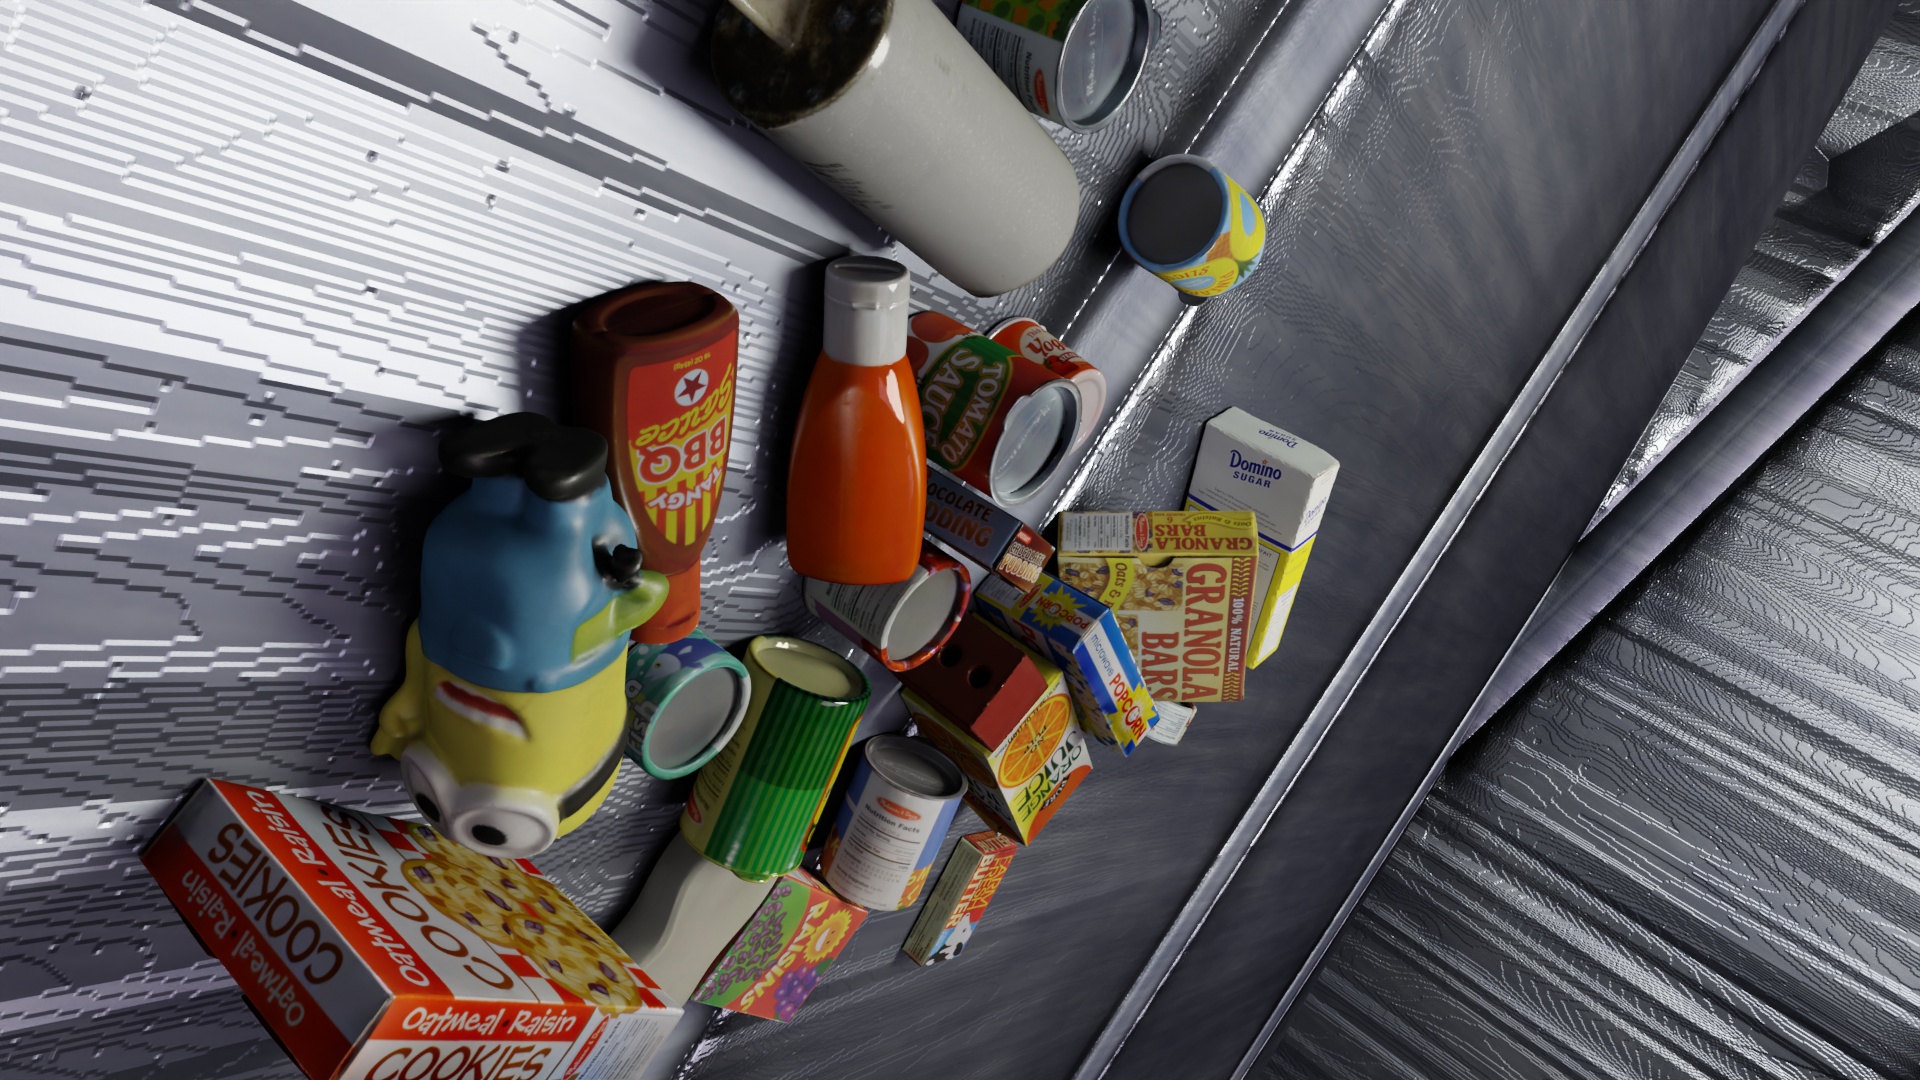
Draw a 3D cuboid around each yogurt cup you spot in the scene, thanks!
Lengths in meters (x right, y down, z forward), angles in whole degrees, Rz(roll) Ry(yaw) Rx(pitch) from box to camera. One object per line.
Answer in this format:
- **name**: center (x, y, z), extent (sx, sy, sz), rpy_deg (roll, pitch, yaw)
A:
- **yogurt cup**: center (0.040, -0.077, 0.733), extent (0.073, 0.054, 0.072), rpy_deg (-37, 145, -31)

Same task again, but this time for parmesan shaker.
- **parmesan shaker**: center (-0.091, 0.108, 0.695), extent (0.071, 0.071, 0.102), rpy_deg (-1, 119, -56)

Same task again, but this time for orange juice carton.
- **orange juice carton**: center (0.031, 0.134, 0.904), extent (0.072, 0.073, 0.191), rpy_deg (-47, 150, -17)

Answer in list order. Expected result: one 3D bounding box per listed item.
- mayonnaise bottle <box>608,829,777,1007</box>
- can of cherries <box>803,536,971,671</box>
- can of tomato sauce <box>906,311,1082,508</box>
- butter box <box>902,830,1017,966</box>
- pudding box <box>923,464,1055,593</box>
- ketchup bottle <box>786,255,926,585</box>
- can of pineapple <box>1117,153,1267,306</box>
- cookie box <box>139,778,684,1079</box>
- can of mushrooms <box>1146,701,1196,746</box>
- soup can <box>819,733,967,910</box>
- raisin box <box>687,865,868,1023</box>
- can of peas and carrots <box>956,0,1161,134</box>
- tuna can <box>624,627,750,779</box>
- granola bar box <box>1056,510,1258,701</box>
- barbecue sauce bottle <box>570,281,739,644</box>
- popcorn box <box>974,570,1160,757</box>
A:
- **mayonnaise bottle**: center (-0.161, 0.219, 0.729), extent (0.148, 0.041, 0.064), rpy_deg (-53, 140, -5)
- **can of cherries**: center (-0.035, 0.025, 0.713), extent (0.072, 0.058, 0.071), rpy_deg (-37, 144, -32)
- **can of tomato sauce**: center (0.005, -0.064, 0.661), extent (0.071, 0.083, 0.070), rpy_deg (-37, 145, -32)
- **butter box**: center (0.000, 0.267, 1.037), extent (0.053, 0.024, 0.103), rpy_deg (11, 108, -59)
- **pudding box**: center (0.003, -0.009, 0.711), extent (0.030, 0.084, 0.049), rpy_deg (-57, 151, -2)
- **ketchup bottle**: center (-0.045, -0.052, 0.626), extent (0.044, 0.065, 0.148), rpy_deg (-90, -175, -60)
- **can of pineapple**: center (0.127, -0.170, 0.761), extent (0.058, 0.071, 0.071), rpy_deg (10, 110, -58)
- **cookie box**: center (-0.198, 0.152, 0.522), extent (0.040, 0.123, 0.167), rpy_deg (-56, 151, -4)
- **can of mushrooms**: center (0.148, 0.129, 1.089), extent (0.071, 0.071, 0.033), rpy_deg (11, 108, -59)
- **soup can**: center (-0.041, 0.169, 0.839), extent (0.071, 0.071, 0.083), rpy_deg (-5, 123, -55)
- **raisin box**: center (-0.115, 0.231, 0.813), extent (0.086, 0.040, 0.123), rpy_deg (-54, 150, -8)
- **can of peas and carrots**: center (0.042, -0.217, 0.595), extent (0.071, 0.059, 0.070), rpy_deg (-38, 146, -32)
- **tuna can**: center (-0.133, 0.075, 0.640), extent (0.071, 0.033, 0.070), rpy_deg (-38, 146, -32)
- **granola bar box**: center (0.129, 0.048, 0.923), extent (0.164, 0.124, 0.039), rpy_deg (81, 11, -50)
- **barbecue sauce bottle**: center (-0.120, -0.026, 0.550), extent (0.065, 0.044, 0.147), rpy_deg (-30, 141, -41)
- **popcorn box**: center (0.068, 0.073, 0.867), extent (0.038, 0.085, 0.126), rpy_deg (-48, 139, -18)
